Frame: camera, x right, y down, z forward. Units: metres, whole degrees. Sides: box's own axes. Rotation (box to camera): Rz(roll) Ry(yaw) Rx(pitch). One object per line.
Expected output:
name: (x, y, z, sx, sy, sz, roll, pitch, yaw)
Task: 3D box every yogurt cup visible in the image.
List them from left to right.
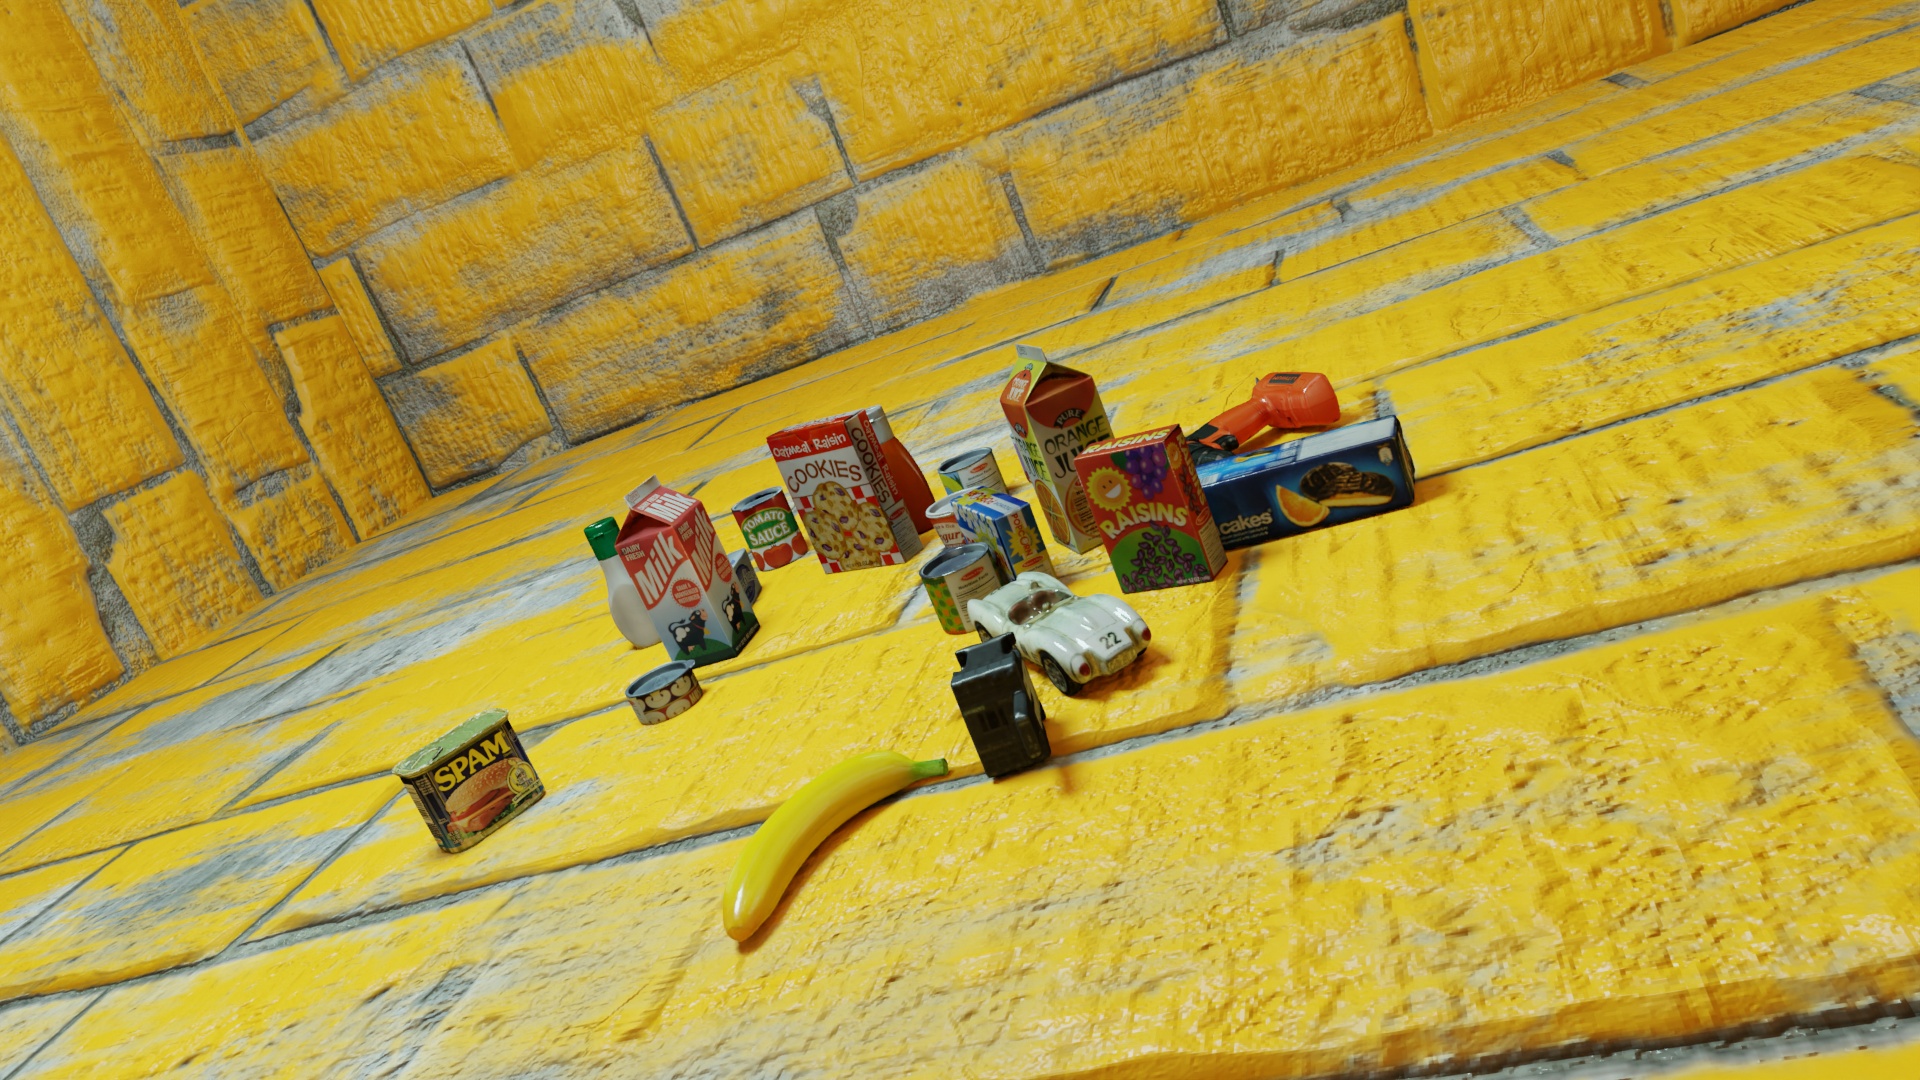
yogurt cup: (0.005, -0.018, 1.419, 0.072, 0.053, 0.072, -21, 16, 6)

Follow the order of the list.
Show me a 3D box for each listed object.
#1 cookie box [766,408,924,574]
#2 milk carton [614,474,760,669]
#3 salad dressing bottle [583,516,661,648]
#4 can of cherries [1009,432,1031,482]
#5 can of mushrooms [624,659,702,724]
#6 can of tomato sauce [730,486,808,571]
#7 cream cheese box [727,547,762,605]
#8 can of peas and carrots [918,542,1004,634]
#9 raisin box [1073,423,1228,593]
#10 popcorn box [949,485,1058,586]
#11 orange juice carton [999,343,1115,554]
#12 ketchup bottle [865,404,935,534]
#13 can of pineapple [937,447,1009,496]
cookie box: (-0.125, -0.050, 1.492, 0.123, 0.167, 0.040, -9, 20, 40)
milk carton: (-0.282, 0.029, 1.399, 0.073, 0.190, 0.072, -17, 16, 20)
salad dressing bottle: (-0.369, 0.046, 1.540, 0.064, 0.147, 0.044, -21, 15, 5)
can of cherries: (0.097, -0.105, 1.573, 0.071, 0.058, 0.072, -21, 16, 6)
can of mushrooms: (-0.277, 0.142, 1.311, 0.071, 0.033, 0.071, -21, 16, 6)
can of tomato sauce: (-0.228, -0.013, 1.662, 0.071, 0.083, 0.071, -21, 16, 6)
cream cheese box: (-0.249, 0.051, 1.534, 0.024, 0.053, 0.104, -19, 16, 11)
can of peas and carrots: (0.004, 0.041, 1.219, 0.071, 0.058, 0.071, -21, 16, 6)
raisin box: (0.153, -0.024, 1.115, 0.086, 0.123, 0.040, -11, 19, 36)
popcorn box: (0.039, 0.002, 1.250, 0.038, 0.085, 0.127, -26, 16, -13)
orange juice carton: (0.096, -0.092, 1.286, 0.073, 0.192, 0.072, -25, 16, -10)
ketchup bottle: (-0.076, -0.076, 1.545, 0.065, 0.148, 0.043, -22, 15, 3)
can of pineapple: (0.014, -0.065, 1.555, 0.071, 0.057, 0.071, -21, 16, 6)
